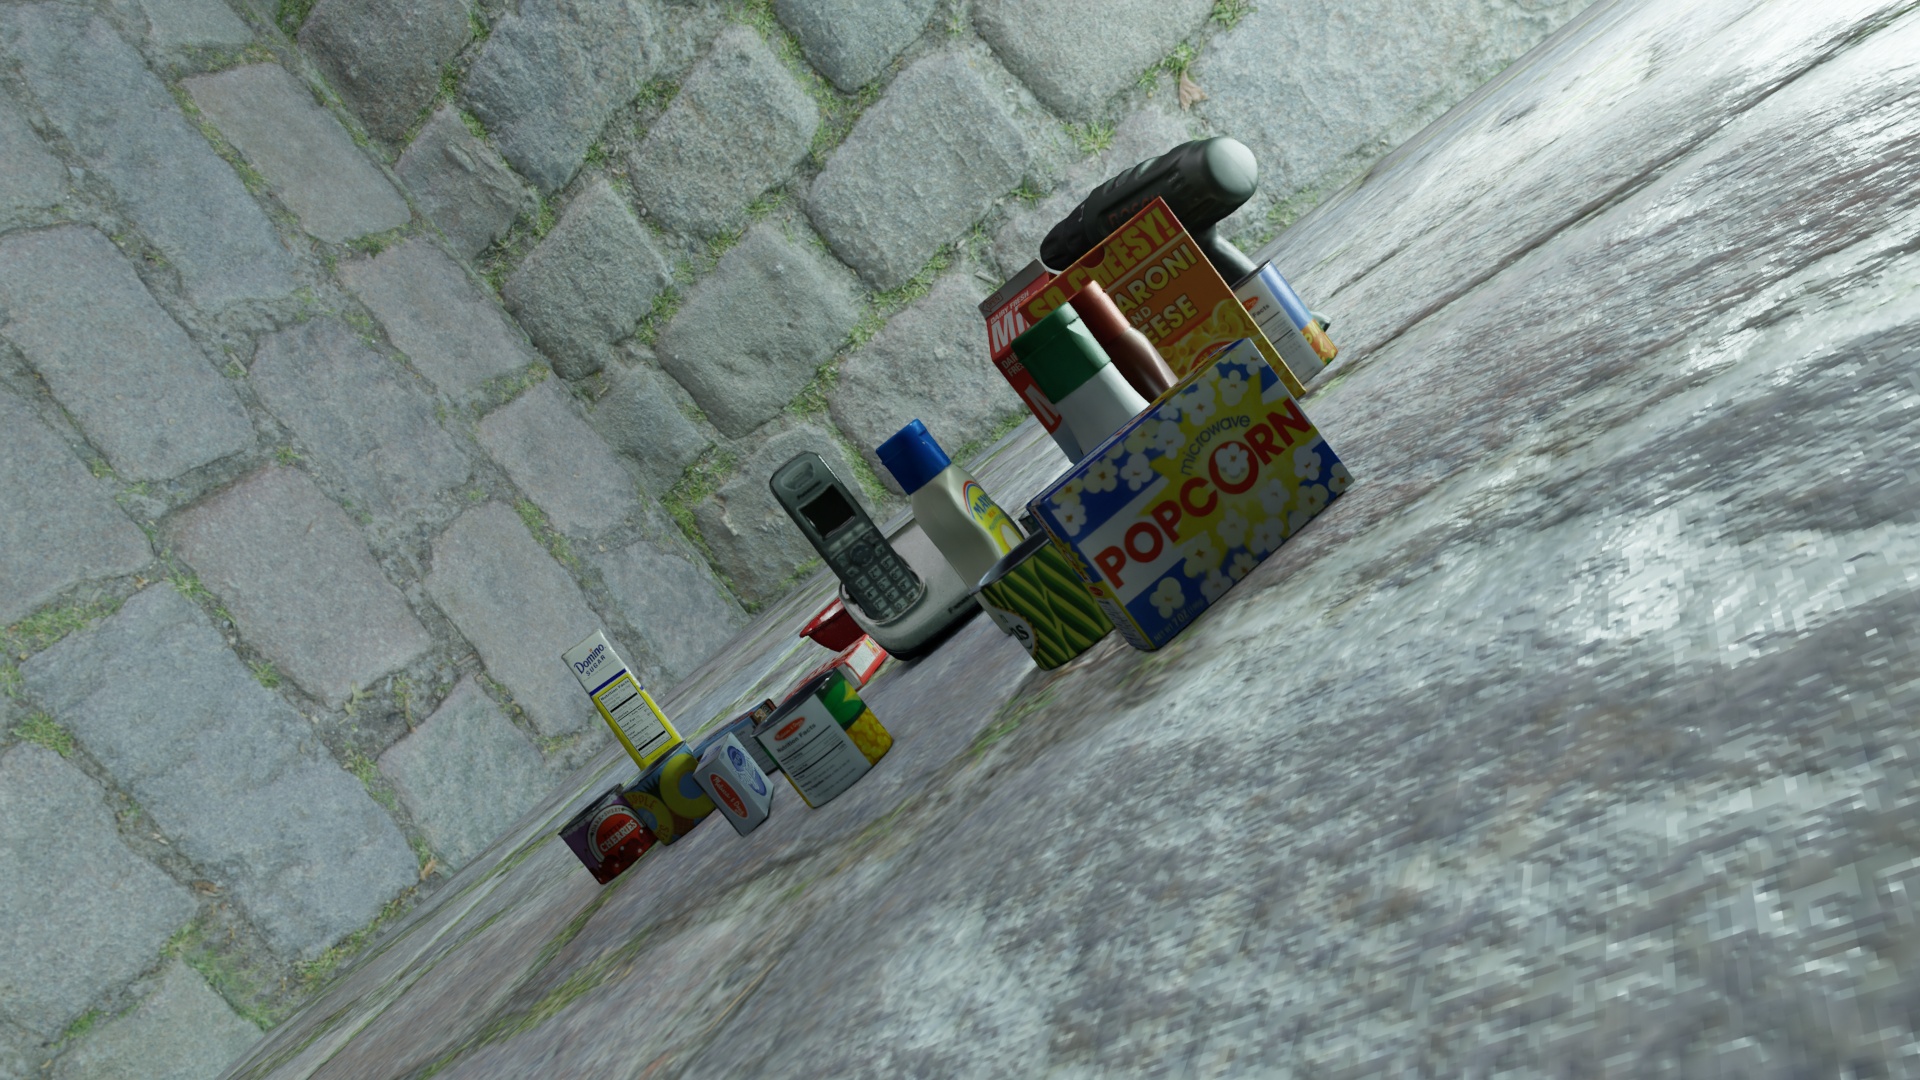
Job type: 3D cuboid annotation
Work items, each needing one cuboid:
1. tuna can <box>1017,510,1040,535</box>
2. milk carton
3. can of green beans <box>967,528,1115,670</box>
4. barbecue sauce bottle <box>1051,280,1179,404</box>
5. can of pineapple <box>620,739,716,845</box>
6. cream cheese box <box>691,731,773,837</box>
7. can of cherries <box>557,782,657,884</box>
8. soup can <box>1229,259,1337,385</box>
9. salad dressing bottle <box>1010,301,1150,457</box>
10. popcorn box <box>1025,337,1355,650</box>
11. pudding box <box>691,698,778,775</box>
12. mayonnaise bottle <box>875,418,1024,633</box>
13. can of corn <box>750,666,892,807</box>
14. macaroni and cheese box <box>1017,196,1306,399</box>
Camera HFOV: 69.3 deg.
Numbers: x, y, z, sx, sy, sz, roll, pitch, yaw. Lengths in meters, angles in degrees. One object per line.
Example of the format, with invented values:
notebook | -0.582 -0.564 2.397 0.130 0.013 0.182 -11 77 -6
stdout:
tuna can | 0.085 -0.026 1.140 0.071 0.033 0.071 -38 5 4
milk carton | 0.095 -0.130 1.107 0.072 0.190 0.074 -35 5 33
can of green beans | 0.051 0.027 0.737 0.071 0.058 0.071 -38 5 4
barbecue sauce bottle | 0.114 -0.093 0.865 0.043 0.148 0.065 -37 4 12
can of pineapple | -0.234 0.207 1.132 0.071 0.058 0.071 -38 5 4
cream cheese box | -0.156 0.167 0.958 0.024 0.053 0.104 -38 5 -3
can of cherries | -0.299 0.251 1.188 0.071 0.058 0.071 -38 5 4
soup can | 0.223 -0.151 1.008 0.071 0.083 0.071 -38 5 4
salad dressing bottle | 0.082 -0.050 0.693 0.044 0.147 0.064 -35 5 35
popcorn box | 0.105 -0.021 0.636 0.127 0.085 0.038 -39 4 -11
pudding box | -0.169 0.165 1.097 0.083 0.049 0.030 -34 6 36
mayonnaise bottle | 0.003 -0.011 0.909 0.041 0.148 0.065 -36 5 26
can of corn | -0.083 0.119 0.848 0.071 0.058 0.071 -38 5 4
macaroni and cheese box | 0.138 -0.132 0.959 0.123 0.166 0.040 -37 4 8
